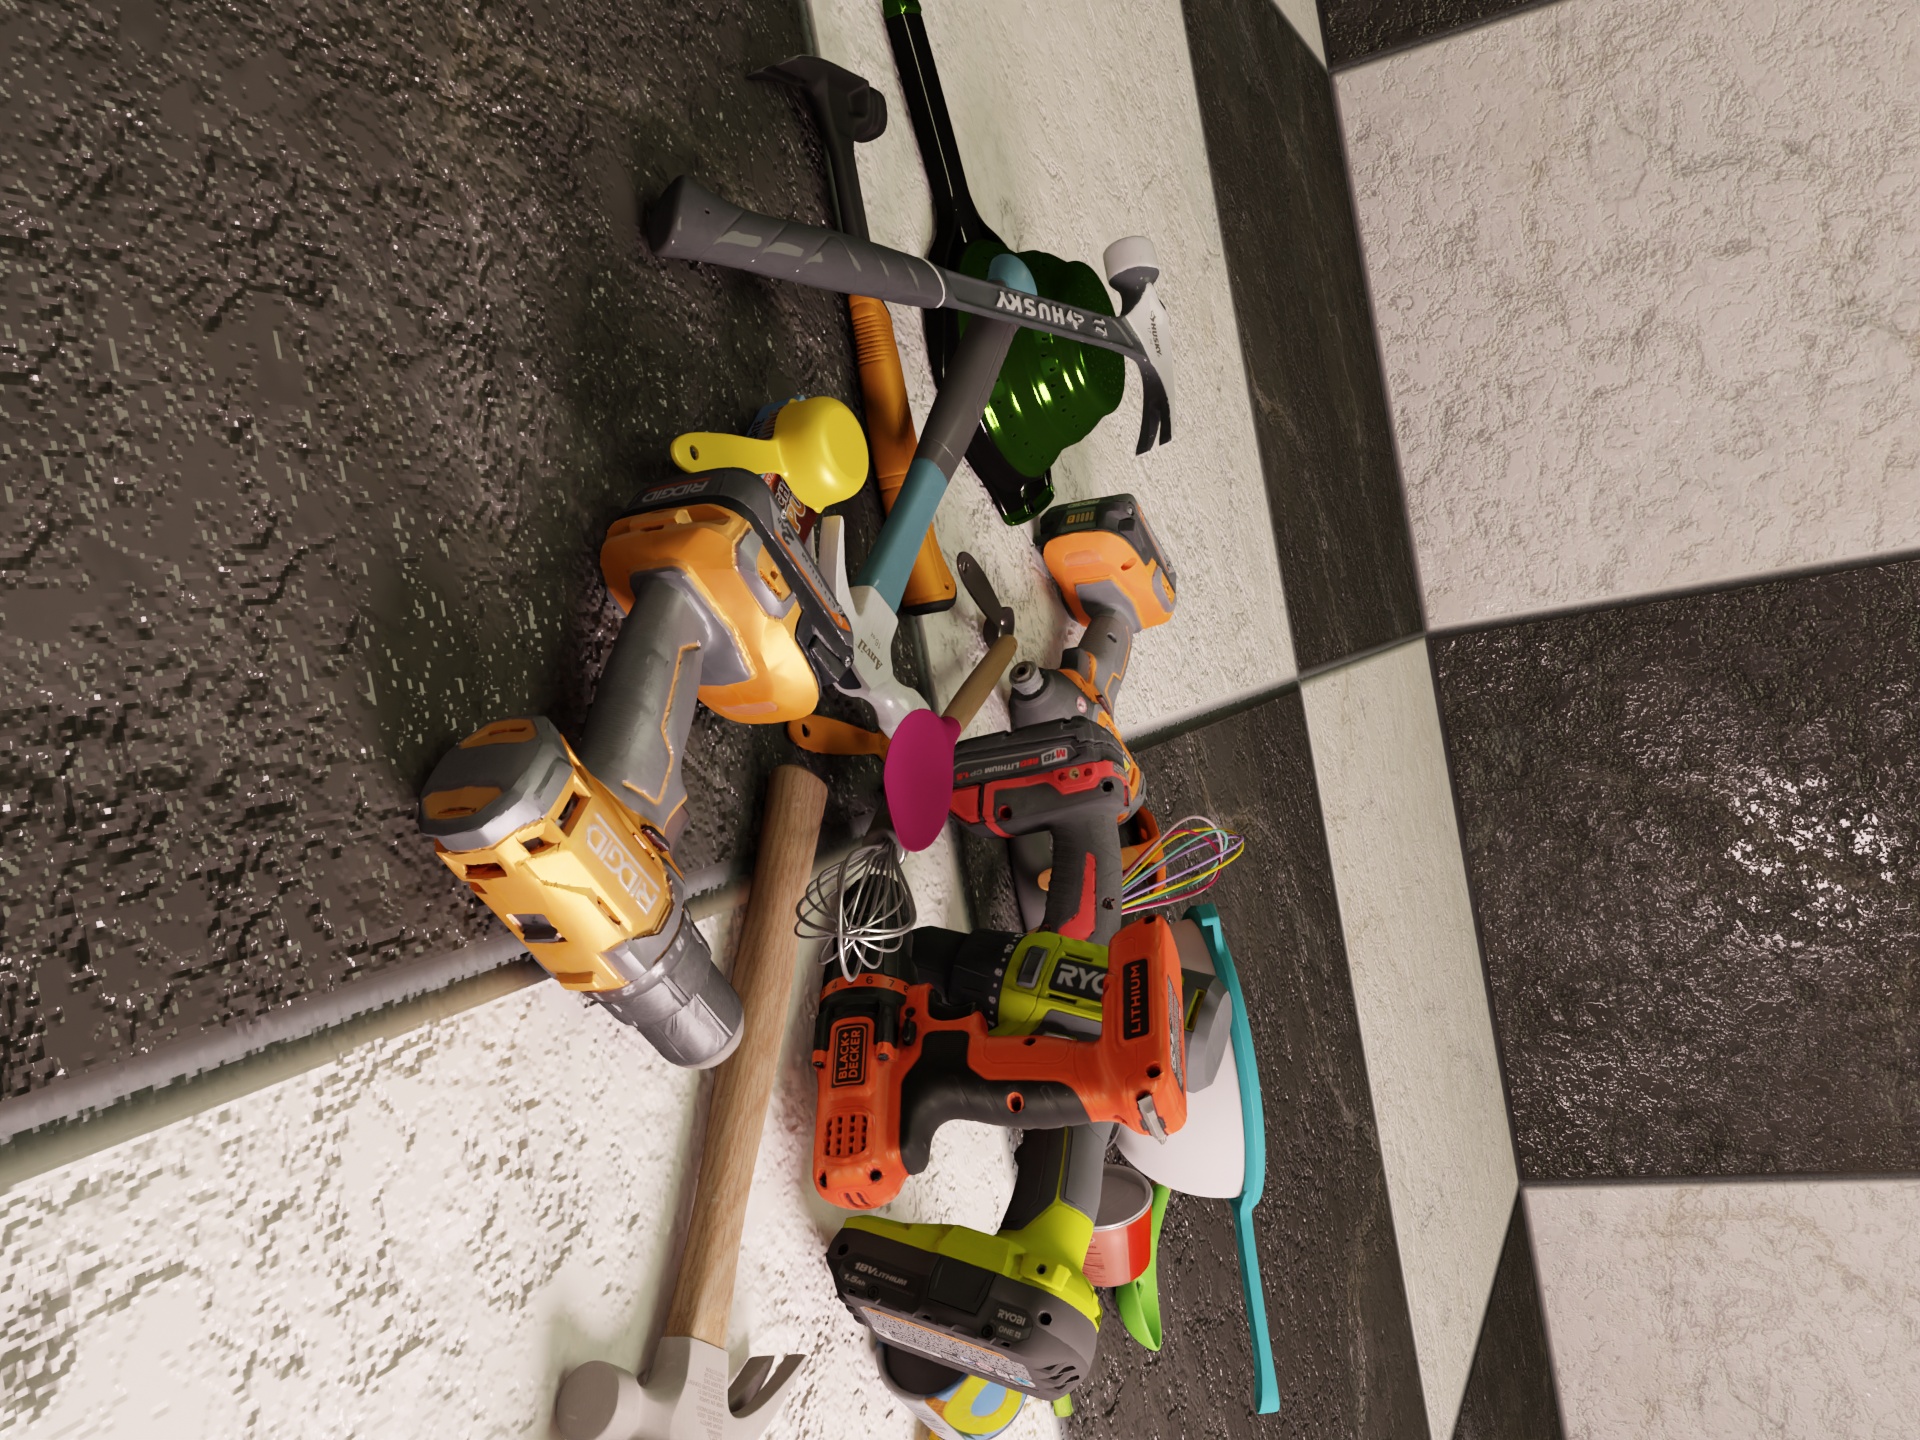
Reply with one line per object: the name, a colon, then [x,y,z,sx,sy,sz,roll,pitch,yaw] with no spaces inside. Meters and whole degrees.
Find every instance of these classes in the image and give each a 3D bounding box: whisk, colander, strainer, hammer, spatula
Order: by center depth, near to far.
hammer: [-0.100,0.171,0.740,0.129,0.031,0.332,50,39,-47]
whisk: [-0.041,0.069,0.829,0.246,0.058,0.059,-70,157,-75]
hammer: [-0.006,-0.247,0.931,0.408,0.036,0.149,-1,77,-45]
hammer: [-0.014,-0.156,0.952,0.128,0.033,0.331,51,48,-40]
hammer: [-0.054,-0.230,0.973,0.127,0.034,0.337,-20,99,-65]
whisk: [0.101,0.122,1.067,0.245,0.047,0.051,-24,148,-35]
whisk: [0.065,0.172,1.069,0.055,0.055,0.239,2,76,-64]
strainer: [0.150,0.302,1.103,0.211,0.095,0.340,92,-9,-75]
colander: [0.037,-0.343,1.132,0.204,0.094,0.397,-43,120,-61]
spatula: [0.109,0.104,1.167,0.322,0.041,0.081,0,79,-67]

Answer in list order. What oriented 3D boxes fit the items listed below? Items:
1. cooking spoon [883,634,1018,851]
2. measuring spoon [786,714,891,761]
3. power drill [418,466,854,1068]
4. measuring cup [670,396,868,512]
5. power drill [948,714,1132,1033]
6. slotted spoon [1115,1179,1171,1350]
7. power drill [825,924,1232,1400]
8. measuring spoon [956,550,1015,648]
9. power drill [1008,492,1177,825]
cooking spoon: [-0.001,-0.003,0.926,0.319,0.017,0.068,-55,134,-68]
measuring spoon: [-0.063,0.009,0.895,0.116,0.011,0.021,13,70,-63]
power drill: [-0.121,0.023,0.696,0.185,0.084,0.226,60,36,-37]
measuring cup: [-0.091,-0.135,0.794,0.156,0.029,0.062,-20,98,-65]
power drill: [0.048,0.119,0.956,0.078,0.143,0.220,36,43,-68]
slotted spoon: [0.158,0.344,1.226,0.314,0.031,0.070,-64,138,-53]
power drill: [0.021,0.213,0.834,0.080,0.190,0.229,72,36,-50]
measuring spoon: [0.012,-0.080,1.056,0.124,0.018,0.034,54,48,-61]
power drill: [0.092,-0.056,1.167,0.164,0.084,0.227,51,42,-45]
